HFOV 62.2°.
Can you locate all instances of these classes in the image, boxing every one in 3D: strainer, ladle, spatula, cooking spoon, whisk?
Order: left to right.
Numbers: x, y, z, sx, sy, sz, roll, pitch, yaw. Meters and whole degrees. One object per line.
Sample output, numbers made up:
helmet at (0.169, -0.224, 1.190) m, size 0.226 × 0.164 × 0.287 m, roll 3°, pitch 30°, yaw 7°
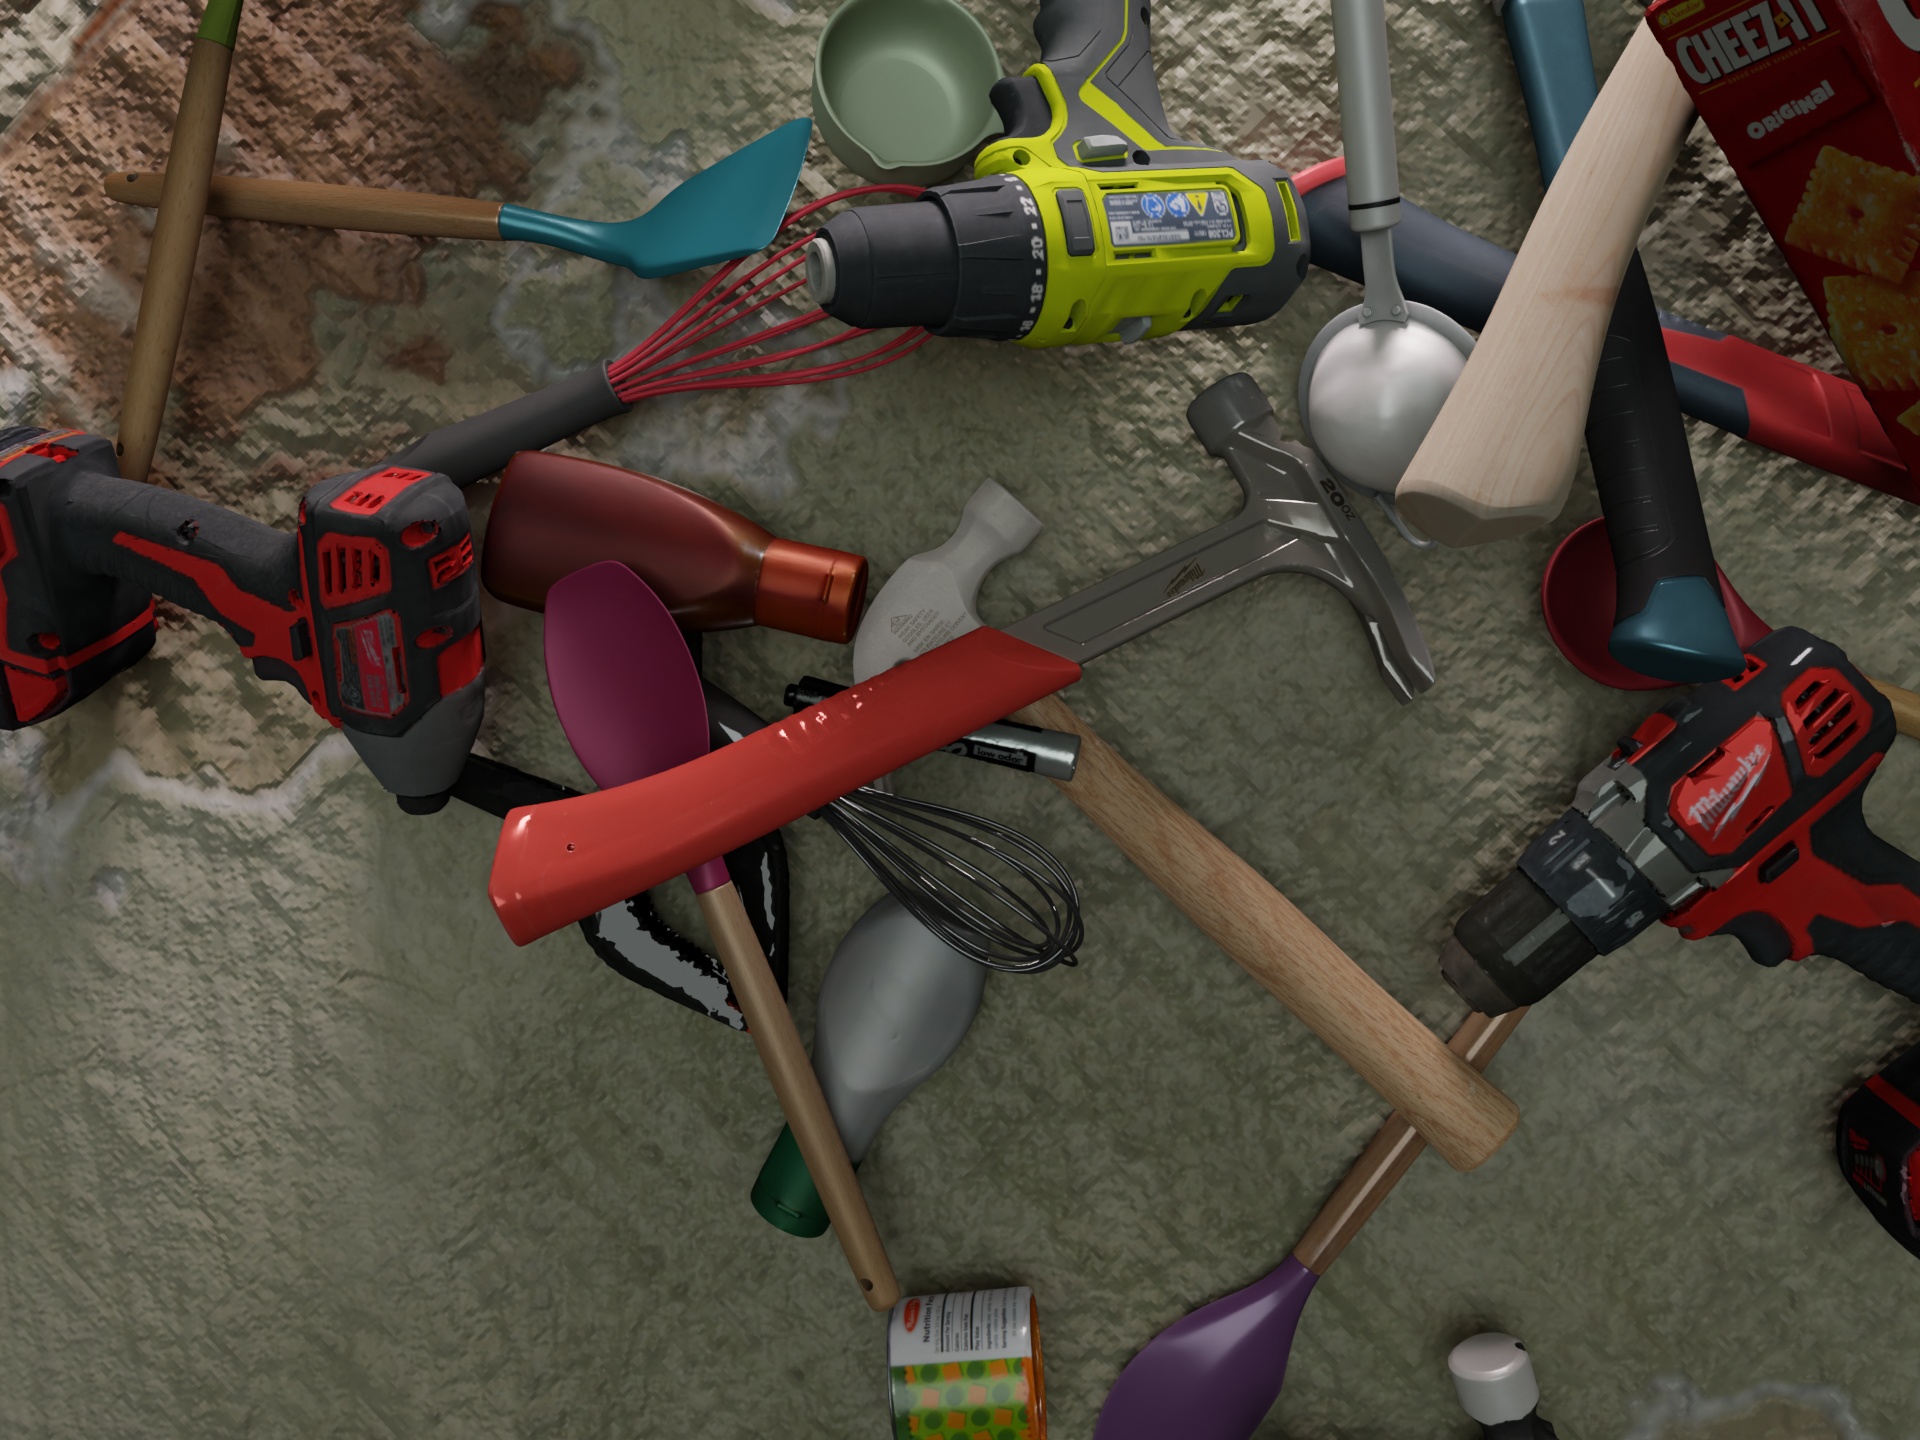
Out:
ladle at (-0.323, -0.256, 0.653) m, size 0.078 × 0.062 × 0.320 m, roll 17°, pitch 96°, yaw 34°
spatula at (-0.219, -0.223, 0.672) m, size 0.317 × 0.044 × 0.082 m, roll 7°, pitch 58°, yaw 8°
whisk at (-0.125, -0.147, 0.661) m, size 0.296 × 0.073 × 0.073 m, roll -21°, pitch 89°, yaw 10°
cooking spoon at (-0.088, 0.089, 0.629) m, size 0.069 × 0.017 × 0.319 m, roll -19°, pitch 96°, yaw 25°
whisk at (-0.054, 0.029, 0.628) m, size 0.239 × 0.055 × 0.055 m, roll 31°, pitch 94°, yaw 8°
spatula at (0.157, 0.204, 0.660) m, size 0.060 × 0.018 × 0.316 m, roll 36°, pitch 95°, yaw 1°
strainer at (0.154, -0.182, 0.598) m, size 0.087 × 0.050 × 0.258 m, roll 7°, pitch 116°, yaw 41°
ladle at (0.378, -0.004, 0.631) m, size 0.315 × 0.031 × 0.069 m, roll 22°, pitch 96°, yaw 3°

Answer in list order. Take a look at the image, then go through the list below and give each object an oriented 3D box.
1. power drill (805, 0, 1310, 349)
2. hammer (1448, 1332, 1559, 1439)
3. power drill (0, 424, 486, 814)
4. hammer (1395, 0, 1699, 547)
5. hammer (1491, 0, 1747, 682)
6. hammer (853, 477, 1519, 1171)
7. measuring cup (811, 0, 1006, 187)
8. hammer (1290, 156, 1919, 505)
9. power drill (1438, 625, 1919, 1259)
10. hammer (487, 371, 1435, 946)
power drill at (0.020, -0.250, 0.596) m, size 0.190 × 0.080 × 0.228 m, roll -10°, pitch 85°, yaw -22°
hammer at (0.089, 0.363, 0.658) m, size 0.335 × 0.035 × 0.146 m, roll -17°, pitch 97°, yaw 8°
power drill at (-0.296, -0.039, 0.641) m, size 0.220 × 0.079 × 0.143 m, roll 9°, pitch 120°, yaw 11°
hammer at (0.250, -0.243, 0.574) m, size 0.146 × 0.038 × 0.411 m, roll 29°, pitch 76°, yaw 5°
hammer at (0.236, -0.173, 0.595) m, size 0.128 × 0.033 × 0.331 m, roll -5°, pitch 75°, yaw 0°
hammer at (0.088, 0.057, 0.647) m, size 0.331 × 0.031 × 0.130 m, roll 43°, pitch 96°, yaw 7°
measuring cup at (0.018, -0.243, 0.659) m, size 0.167 × 0.038 × 0.083 m, roll 16°, pitch 81°, yaw -13°
hammer at (0.297, -0.117, 0.621) m, size 0.386 × 0.038 × 0.143 m, roll 23°, pitch 83°, yaw 6°
power drill at (0.316, 0.102, 0.605) m, size 0.188 × 0.080 × 0.226 m, roll -43°, pitch 90°, yaw 9°
hammer at (-0.001, -0.002, 0.598) m, size 0.359 × 0.036 × 0.149 m, roll -26°, pitch 79°, yaw -14°
